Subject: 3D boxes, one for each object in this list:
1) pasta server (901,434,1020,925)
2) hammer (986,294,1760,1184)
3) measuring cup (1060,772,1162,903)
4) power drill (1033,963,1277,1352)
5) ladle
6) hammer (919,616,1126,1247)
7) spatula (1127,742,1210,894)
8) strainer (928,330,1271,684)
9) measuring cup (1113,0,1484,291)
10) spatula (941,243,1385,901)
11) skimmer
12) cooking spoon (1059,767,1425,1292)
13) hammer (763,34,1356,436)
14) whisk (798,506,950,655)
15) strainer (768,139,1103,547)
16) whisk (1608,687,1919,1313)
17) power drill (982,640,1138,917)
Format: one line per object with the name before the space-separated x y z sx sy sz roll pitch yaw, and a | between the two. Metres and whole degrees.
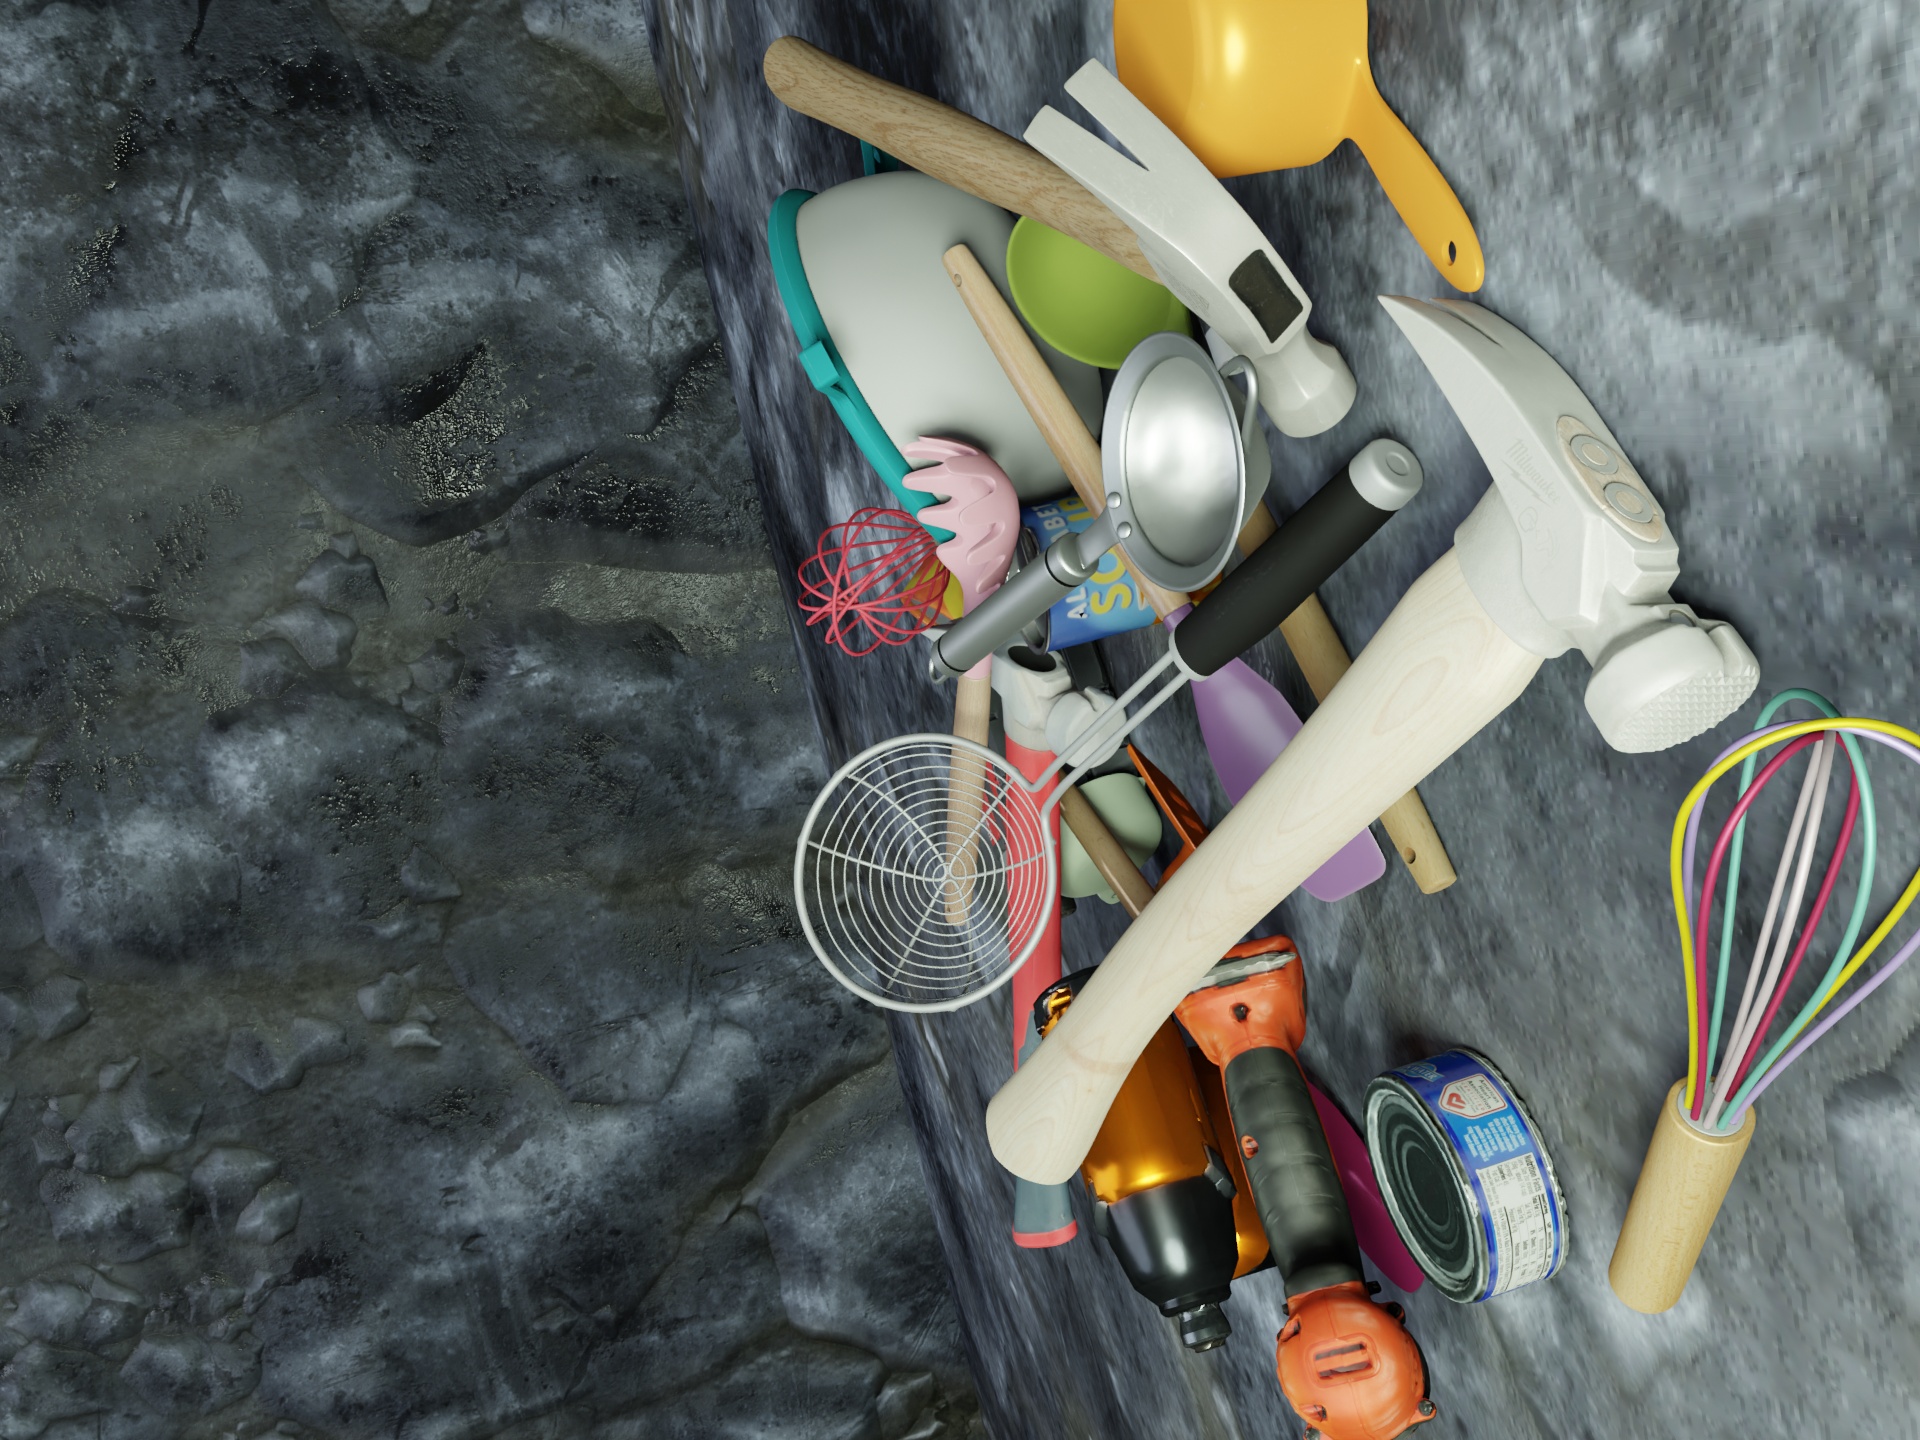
pasta server | -0.001 -0.002 0.758 0.060 0.040 0.316 54 153 38
hammer | 0.089 0.050 0.550 0.410 0.038 0.146 -60 41 48
measuring cup | 0.086 0.087 0.920 0.038 0.083 0.167 59 178 30
power drill | 0.102 0.219 0.764 0.226 0.084 0.164 56 -164 -63
ladle | 0.101 -0.077 0.610 0.320 0.062 0.078 68 150 22
hammer | 0.033 0.132 0.875 0.143 0.038 0.386 38 138 49
spatula | 0.105 0.097 0.864 0.081 0.041 0.322 59 166 20
strainer | 0.047 -0.065 0.590 0.258 0.050 0.087 -36 66 55
measuring cup | 0.096 -0.183 0.478 0.095 0.052 0.174 96 158 -54
spatula | 0.075 -0.065 0.655 0.316 0.018 0.059 60 144 9
skimmer | 0.039 0.009 0.626 0.127 0.090 0.363 64 145 16
cooking spoon | 0.120 0.133 0.771 0.319 0.017 0.068 55 160 33
hammer | 0.009 -0.211 0.597 0.129 0.031 0.332 40 -178 -46
whisk | -0.016 -0.097 0.880 0.296 0.073 0.073 -44 -56 -65
strainer | 0.000 -0.231 0.806 0.210 0.095 0.341 42 -151 -42
whisk | 0.190 0.085 0.401 0.051 0.047 0.244 -117 13 -45
power drill | 0.048 0.036 0.995 0.219 0.078 0.143 94 160 -69
